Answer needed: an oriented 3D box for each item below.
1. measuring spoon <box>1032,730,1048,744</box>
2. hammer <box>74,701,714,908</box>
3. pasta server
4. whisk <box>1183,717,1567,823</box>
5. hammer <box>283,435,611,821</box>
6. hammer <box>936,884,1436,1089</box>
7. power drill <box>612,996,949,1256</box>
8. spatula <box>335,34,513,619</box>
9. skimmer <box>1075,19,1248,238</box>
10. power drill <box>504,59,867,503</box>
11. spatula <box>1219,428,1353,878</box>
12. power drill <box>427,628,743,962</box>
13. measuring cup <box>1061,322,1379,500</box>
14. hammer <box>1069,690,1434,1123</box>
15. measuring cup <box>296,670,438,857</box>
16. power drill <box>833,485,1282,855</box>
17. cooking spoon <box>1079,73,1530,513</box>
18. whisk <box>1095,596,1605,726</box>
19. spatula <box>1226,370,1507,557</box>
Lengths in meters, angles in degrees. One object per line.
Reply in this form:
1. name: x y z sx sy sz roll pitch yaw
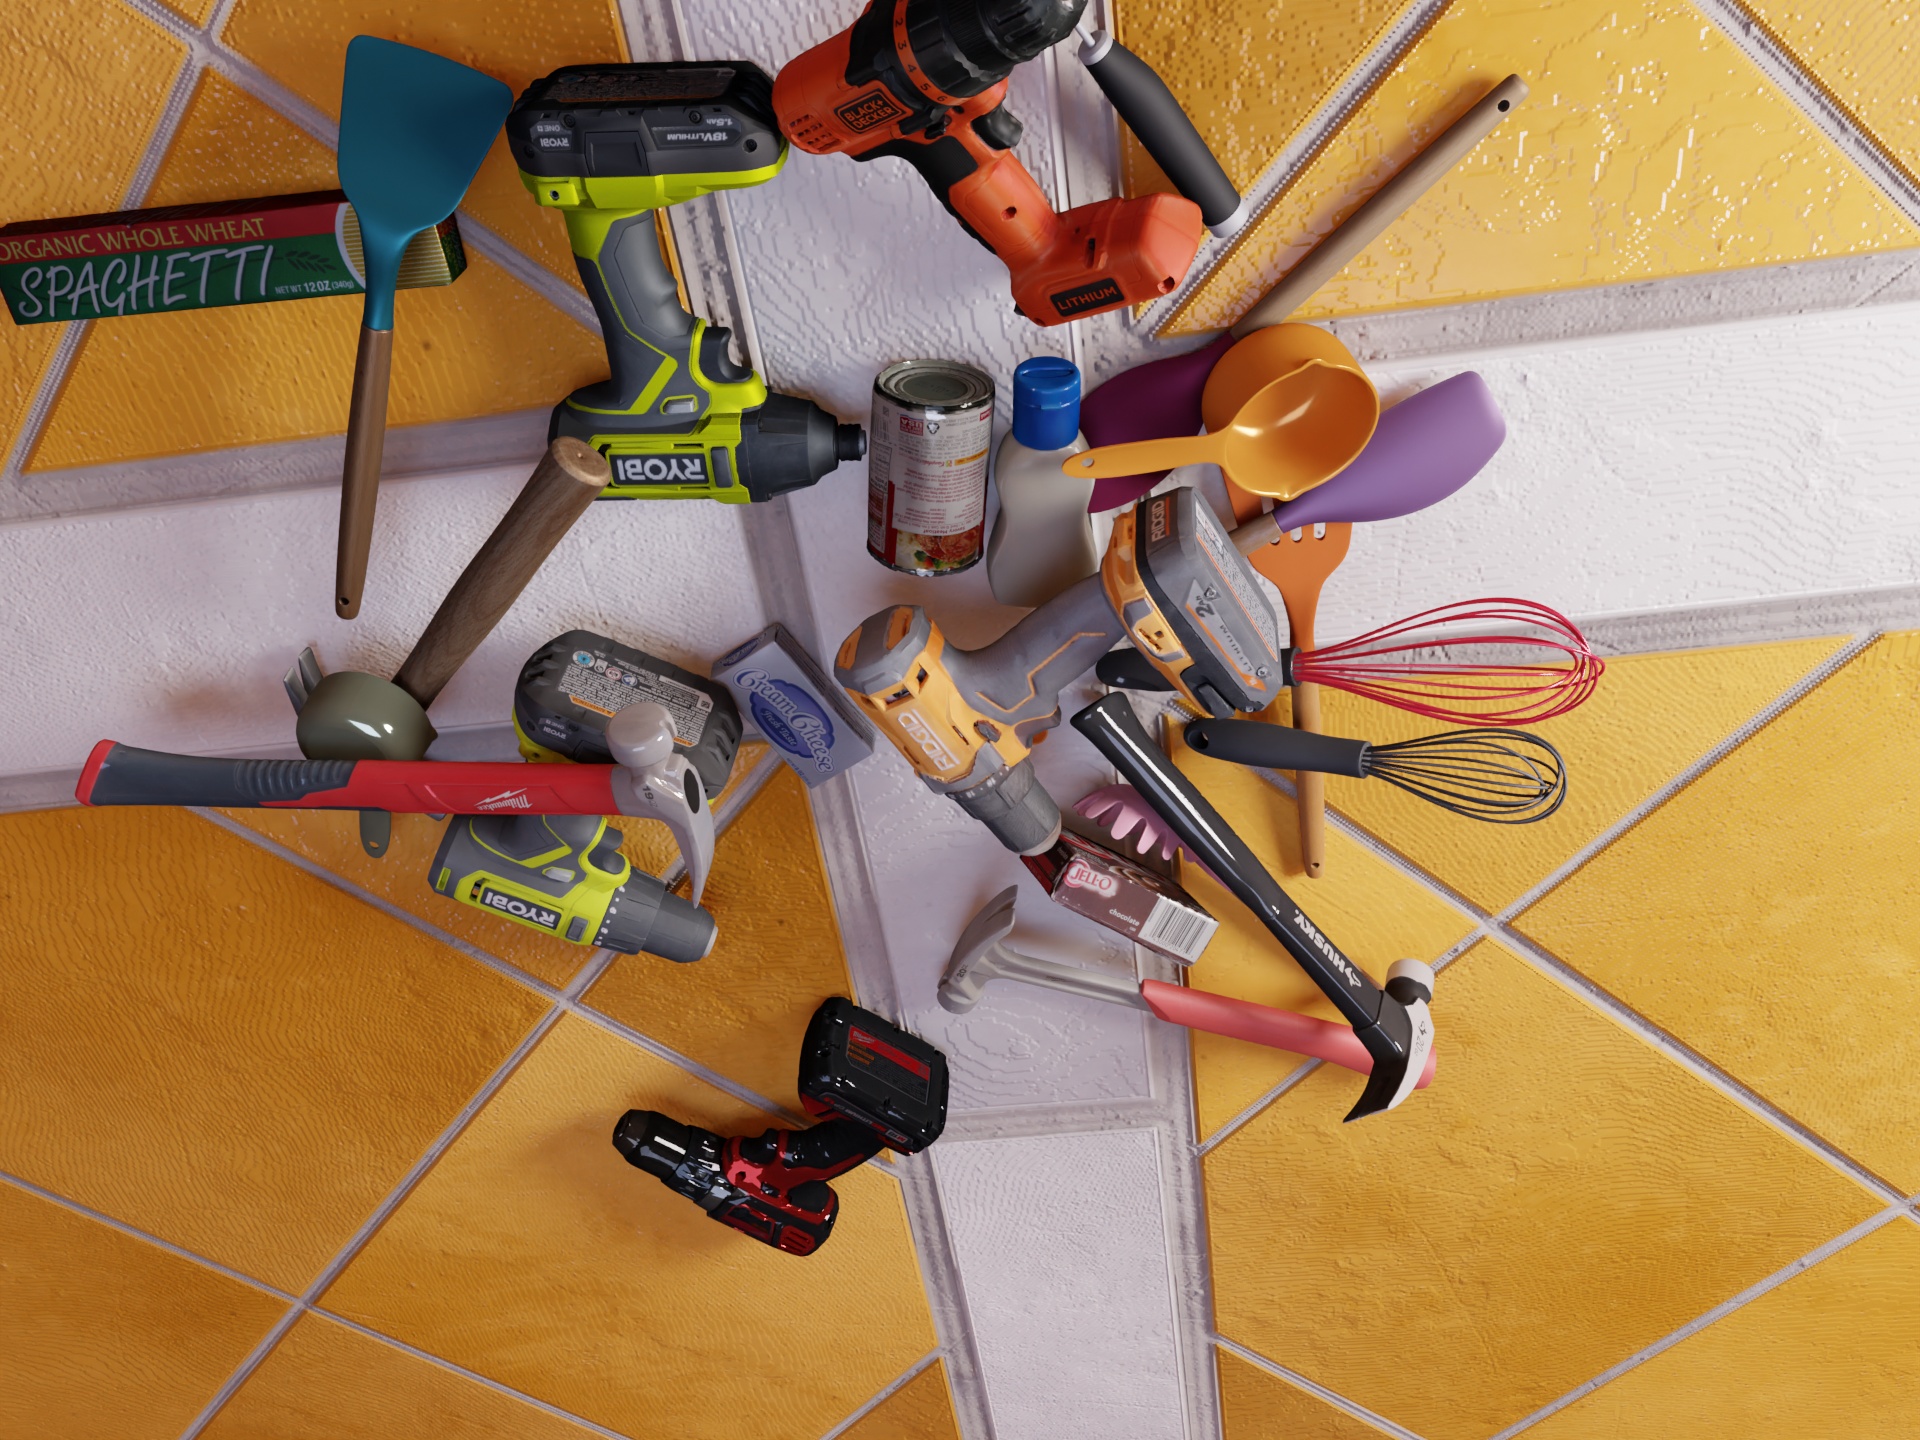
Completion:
1. measuring spoon: -0.002 -0.003 1.015 0.117 0.011 0.021 10 124 0
2. hammer: -0.339 0.050 0.947 0.386 0.038 0.143 1 135 11
3. pasta server: 0.200 0.130 1.080 0.316 0.060 0.040 38 87 -24
4. whisk: 0.239 0.021 0.944 0.239 0.055 0.055 8 131 35
5. hammer: -0.299 -0.056 0.939 0.130 0.031 0.331 34 131 -18
6. hammer: 0.171 0.199 1.111 0.359 0.037 0.149 15 144 -11
7. power drill: -0.136 0.304 1.191 0.187 0.080 0.226 32 123 -18
8. spatula: -0.307 -0.190 0.846 0.082 0.044 0.317 17 123 -7
9. skimmer: 0.003 -0.342 0.738 0.090 0.127 0.362 -30 129 27
10. power drill: -0.141 -0.219 0.833 0.171 0.080 0.223 0 128 3
11. spatula: 0.212 -0.027 0.982 0.081 0.041 0.322 -6 128 8
12. power drill: -0.224 0.065 1.018 0.190 0.080 0.228 22 131 -11
13. measuring cup: 0.133 -0.163 0.850 0.173 0.052 0.095 -10 140 -7
14. hammer: 0.187 0.110 1.012 0.334 0.146 0.035 47 130 -13
15. measuring cup: -0.375 0.042 0.997 0.083 0.038 0.167 16 132 -2
16. power drill: 0.067 -0.015 0.903 0.226 0.084 0.185 -23 124 24
17. cooking spoon: 0.168 -0.221 0.851 0.068 0.017 0.319 38 119 -22
18. whisk: 0.211 -0.032 0.910 0.296 0.073 0.073 0 128 31
19. spatula: 0.159 -0.099 0.908 0.316 0.018 0.059 -27 100 16
